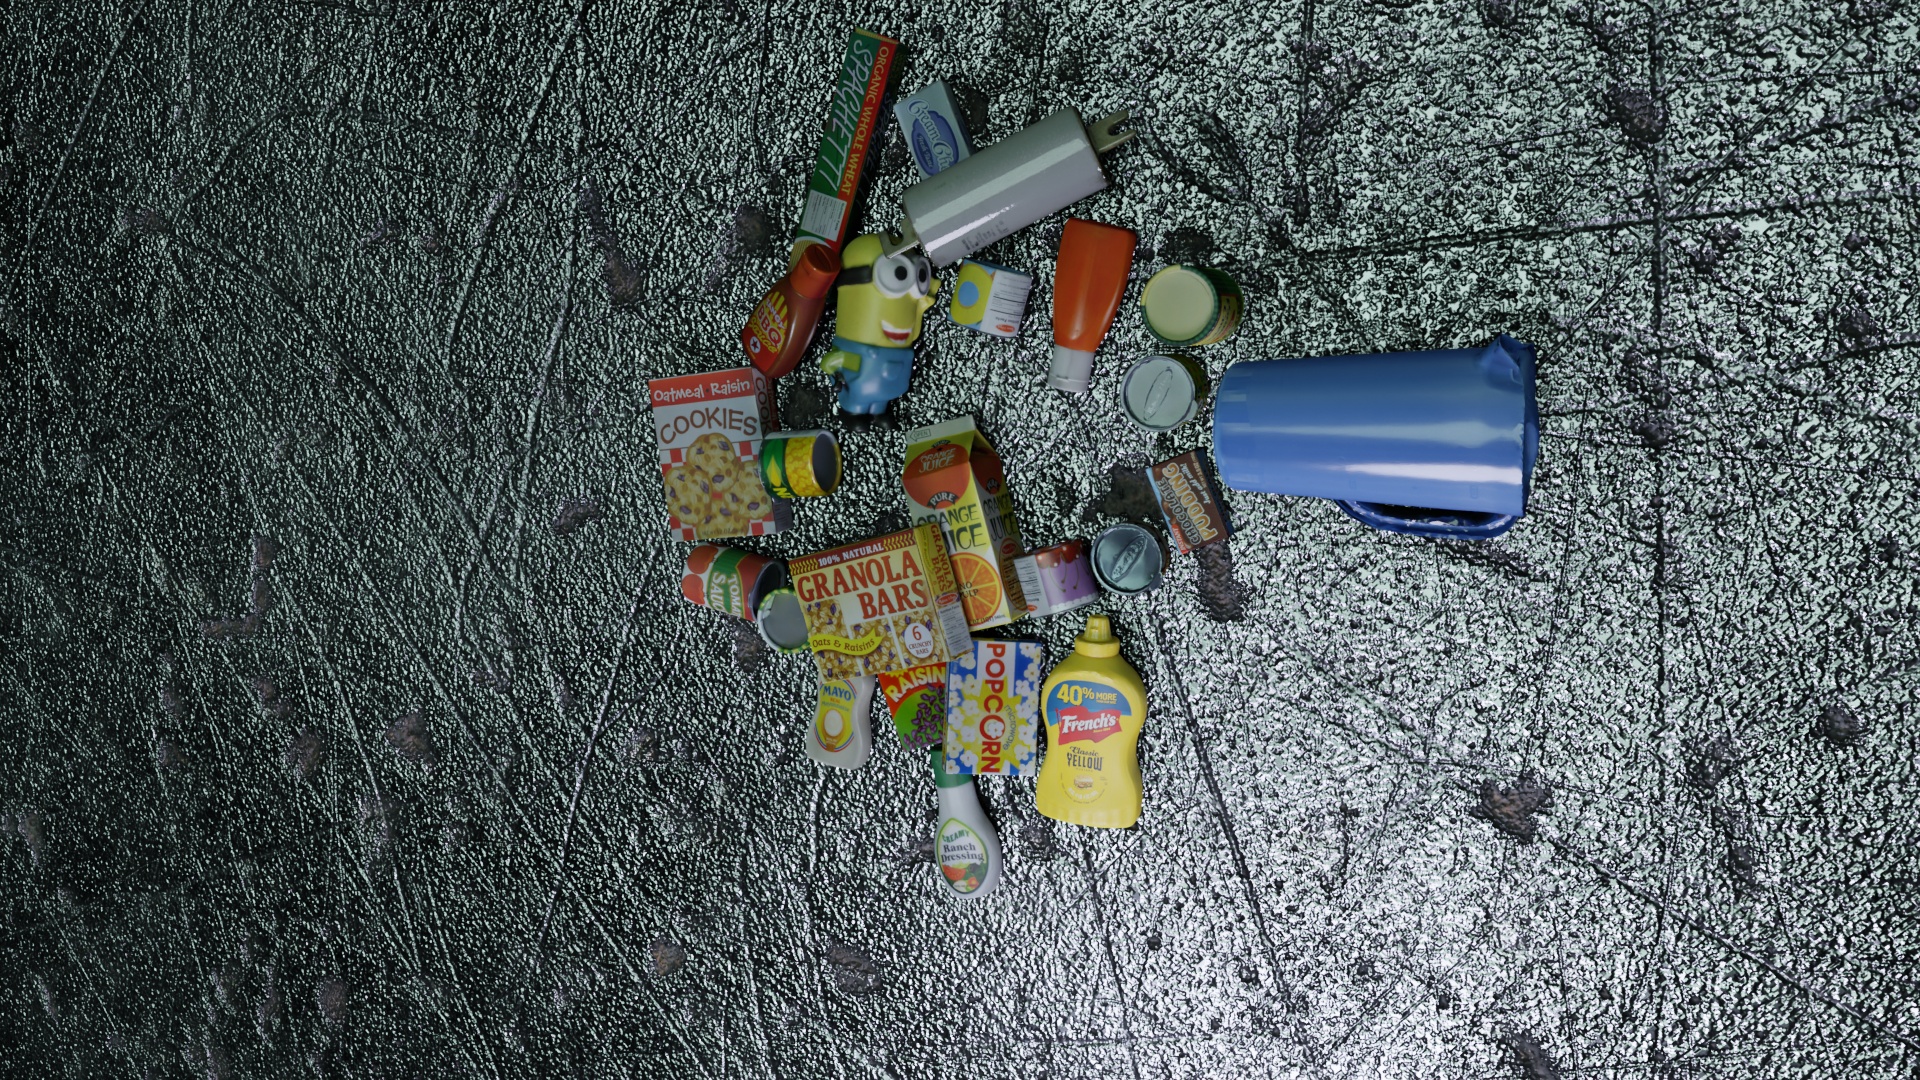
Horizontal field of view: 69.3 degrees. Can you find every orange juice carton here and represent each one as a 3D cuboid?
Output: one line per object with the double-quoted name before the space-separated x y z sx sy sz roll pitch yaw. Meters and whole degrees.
"orange juice carton" 0.005 -0.016 1.284 0.071 0.073 0.192 -14 92 24

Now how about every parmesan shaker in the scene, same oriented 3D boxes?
"parmesan shaker" 0.193 -0.194 1.162 0.071 0.103 0.071 4 100 22

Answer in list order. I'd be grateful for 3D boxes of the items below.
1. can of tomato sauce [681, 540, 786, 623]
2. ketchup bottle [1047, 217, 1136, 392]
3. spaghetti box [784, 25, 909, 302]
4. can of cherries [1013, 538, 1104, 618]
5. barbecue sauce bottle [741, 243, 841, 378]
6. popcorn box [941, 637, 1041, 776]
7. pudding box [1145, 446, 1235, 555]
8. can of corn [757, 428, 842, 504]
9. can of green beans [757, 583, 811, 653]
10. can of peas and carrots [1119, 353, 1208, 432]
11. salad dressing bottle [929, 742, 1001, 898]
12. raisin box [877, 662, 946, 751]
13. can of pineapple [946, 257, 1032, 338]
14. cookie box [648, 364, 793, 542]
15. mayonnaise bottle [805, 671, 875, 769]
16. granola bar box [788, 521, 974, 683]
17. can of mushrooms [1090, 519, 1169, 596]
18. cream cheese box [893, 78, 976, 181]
"can of tomato sauce" -0.228 0.042 1.391 0.083 0.071 0.071 15 104 20
"ketchup bottle" 0.109 -0.207 1.227 0.065 0.044 0.148 17 105 20
"spaghetti box" -0.108 -0.349 1.303 0.050 0.029 0.249 23 106 18
"can of cherries" 0.089 0.034 1.263 0.071 0.072 0.058 -17 91 24
"barbecue sauce bottle" -0.157 -0.218 1.304 0.065 0.044 0.147 60 139 14
"popcorn box" 0.029 0.154 1.291 0.085 0.038 0.126 3 89 -8
"pudding box" 0.202 -0.035 1.223 0.049 0.030 0.083 -21 90 25
"can of corn" -0.154 -0.072 1.345 0.058 0.071 0.071 -2 98 22
"can of green beans" -0.159 0.074 1.374 0.071 0.058 0.071 4 100 22
"can of peas and carrots" 0.179 -0.128 1.202 0.071 0.059 0.070 4 100 21
"salad dressing bottle" 0.001 0.269 1.346 0.064 0.044 0.147 -9 94 22
"raisin box" -0.031 0.133 1.341 0.086 0.040 0.123 -18 92 24
"can of pineapple" 0.025 -0.218 1.249 0.071 0.071 0.057 20 105 18
"cookie box" -0.240 -0.087 1.393 0.123 0.040 0.167 -4 98 23
"mayonnaise bottle" -0.115 0.149 1.377 0.065 0.041 0.147 11 102 20
"granola bar box" -0.077 0.059 1.283 0.165 0.039 0.124 -14 92 39
"can of mushrooms" 0.155 0.017 1.249 0.071 0.033 0.071 3 99 22
"cream cheese box" -0.018 -0.360 1.266 0.053 0.024 0.103 -21 90 23
